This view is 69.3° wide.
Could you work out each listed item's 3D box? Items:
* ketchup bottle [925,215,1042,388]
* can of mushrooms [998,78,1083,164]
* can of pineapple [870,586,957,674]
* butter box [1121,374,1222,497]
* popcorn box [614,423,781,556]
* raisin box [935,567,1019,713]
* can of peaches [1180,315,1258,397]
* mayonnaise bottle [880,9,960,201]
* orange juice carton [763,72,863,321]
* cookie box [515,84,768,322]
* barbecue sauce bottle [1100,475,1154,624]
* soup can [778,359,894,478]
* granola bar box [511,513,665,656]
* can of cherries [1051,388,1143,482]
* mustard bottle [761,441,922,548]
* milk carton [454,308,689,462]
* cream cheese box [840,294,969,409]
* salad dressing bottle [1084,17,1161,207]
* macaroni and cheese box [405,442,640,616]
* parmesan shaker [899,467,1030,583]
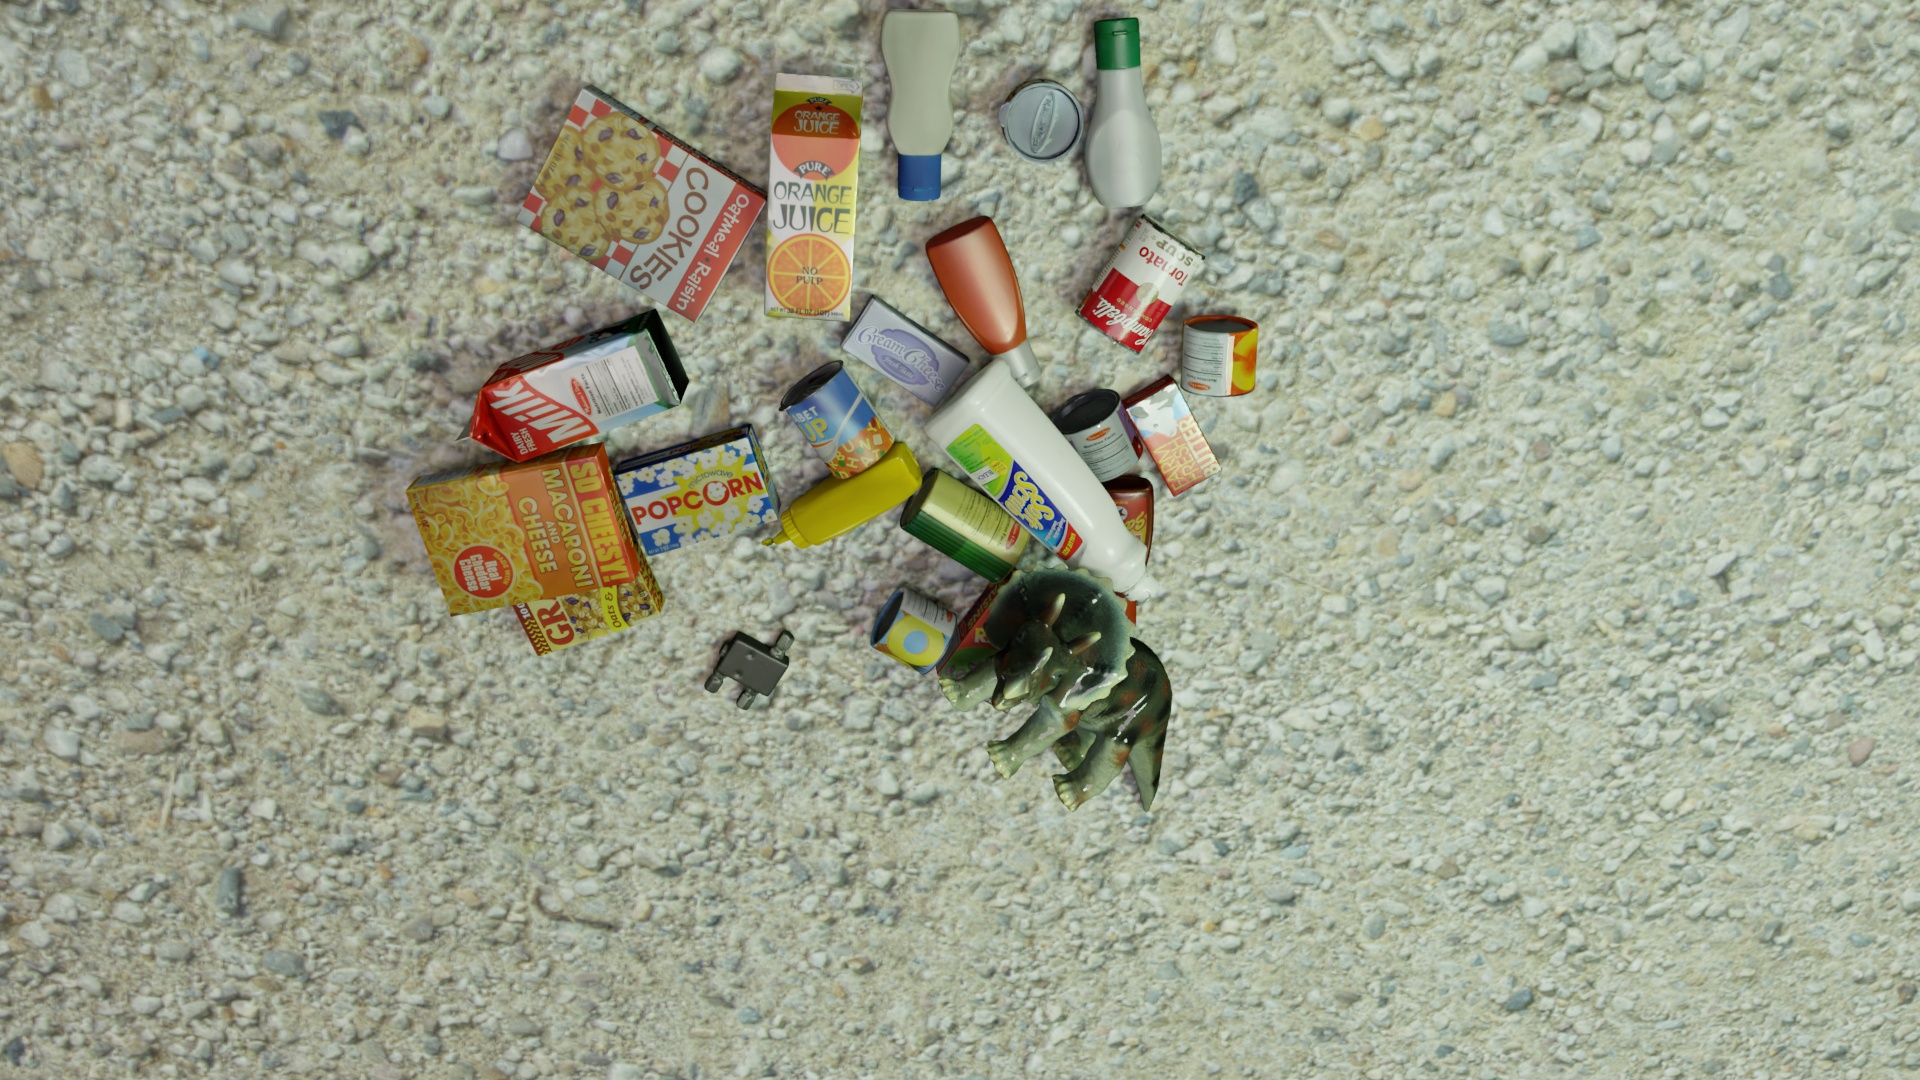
[{"bbox_3d":[0.026,-0.201,1.201,0.065,0.044,0.148,-23,113,7],"label":"ketchup bottle"},{"bbox_3d":[0.065,-0.347,1.147,0.071,0.033,0.070,-2,114,-4],"label":"can of mushrooms"},{"bbox_3d":[-0.046,0.086,1.306,0.058,0.071,0.070,30,108,-15],"label":"can of pineapple"},{"bbox_3d":[0.194,-0.095,1.270,0.053,0.024,0.103,-29,112,7],"label":"butter box"},{"bbox_3d":[-0.236,-0.045,1.250,0.127,0.038,0.085,-16,113,2],"label":"popcorn box"},{"bbox_3d":[0.045,0.094,1.331,0.086,0.040,0.123,31,109,-16],"label":"raisin box"},{"bbox_3d":[0.228,-0.164,1.222,0.071,0.071,0.057,-3,113,-3],"label":"can of peaches"},{"bbox_3d":[-0.033,-0.354,1.133,0.065,0.041,0.147,0,114,-3],"label":"mayonnaise bottle"},{"bbox_3d":[-0.120,-0.282,1.139,0.072,0.073,0.191,3,112,-5],"label":"orange juice carton"},{"bbox_3d":[-0.261,-0.276,1.149,0.167,0.040,0.122,29,108,-14],"label":"cookie box"},{"bbox_3d":[0.148,0.014,1.302,0.065,0.044,0.147,0,114,5],"label":"barbecue sauce bottle"},{"bbox_3d":[-0.109,-0.104,1.218,0.071,0.071,0.083,-31,112,9],"label":"soup can"},{"bbox_3d":[-0.360,0.013,1.265,0.124,0.039,0.165,-18,113,4],"label":"granola bar box"},{"bbox_3d":[0.123,-0.094,1.242,0.071,0.072,0.058,-27,119,7],"label":"can of cherries"},{"bbox_3d":[-0.111,-0.032,1.255,0.160,0.065,0.048,-29,108,14],"label":"mustard bottle"},{"bbox_3d":[-0.338,-0.127,1.189,0.190,0.072,0.073,-19,113,3],"label":"milk carton"},{"bbox_3d":[-0.049,-0.165,1.221,0.104,0.024,0.053,32,107,-16],"label":"cream cheese box"},{"bbox_3d":[0.133,-0.352,1.145,0.064,0.044,0.147,-5,112,0],"label":"salad dressing bottle"},{"bbox_3d":[-0.377,-0.010,1.210,0.166,0.040,0.123,-11,113,1],"label":"macaroni and cheese box"},{"bbox_3d":[0.005,-0.016,1.269,0.103,0.071,0.071,31,108,-15],"label":"parmesan shaker"}]
